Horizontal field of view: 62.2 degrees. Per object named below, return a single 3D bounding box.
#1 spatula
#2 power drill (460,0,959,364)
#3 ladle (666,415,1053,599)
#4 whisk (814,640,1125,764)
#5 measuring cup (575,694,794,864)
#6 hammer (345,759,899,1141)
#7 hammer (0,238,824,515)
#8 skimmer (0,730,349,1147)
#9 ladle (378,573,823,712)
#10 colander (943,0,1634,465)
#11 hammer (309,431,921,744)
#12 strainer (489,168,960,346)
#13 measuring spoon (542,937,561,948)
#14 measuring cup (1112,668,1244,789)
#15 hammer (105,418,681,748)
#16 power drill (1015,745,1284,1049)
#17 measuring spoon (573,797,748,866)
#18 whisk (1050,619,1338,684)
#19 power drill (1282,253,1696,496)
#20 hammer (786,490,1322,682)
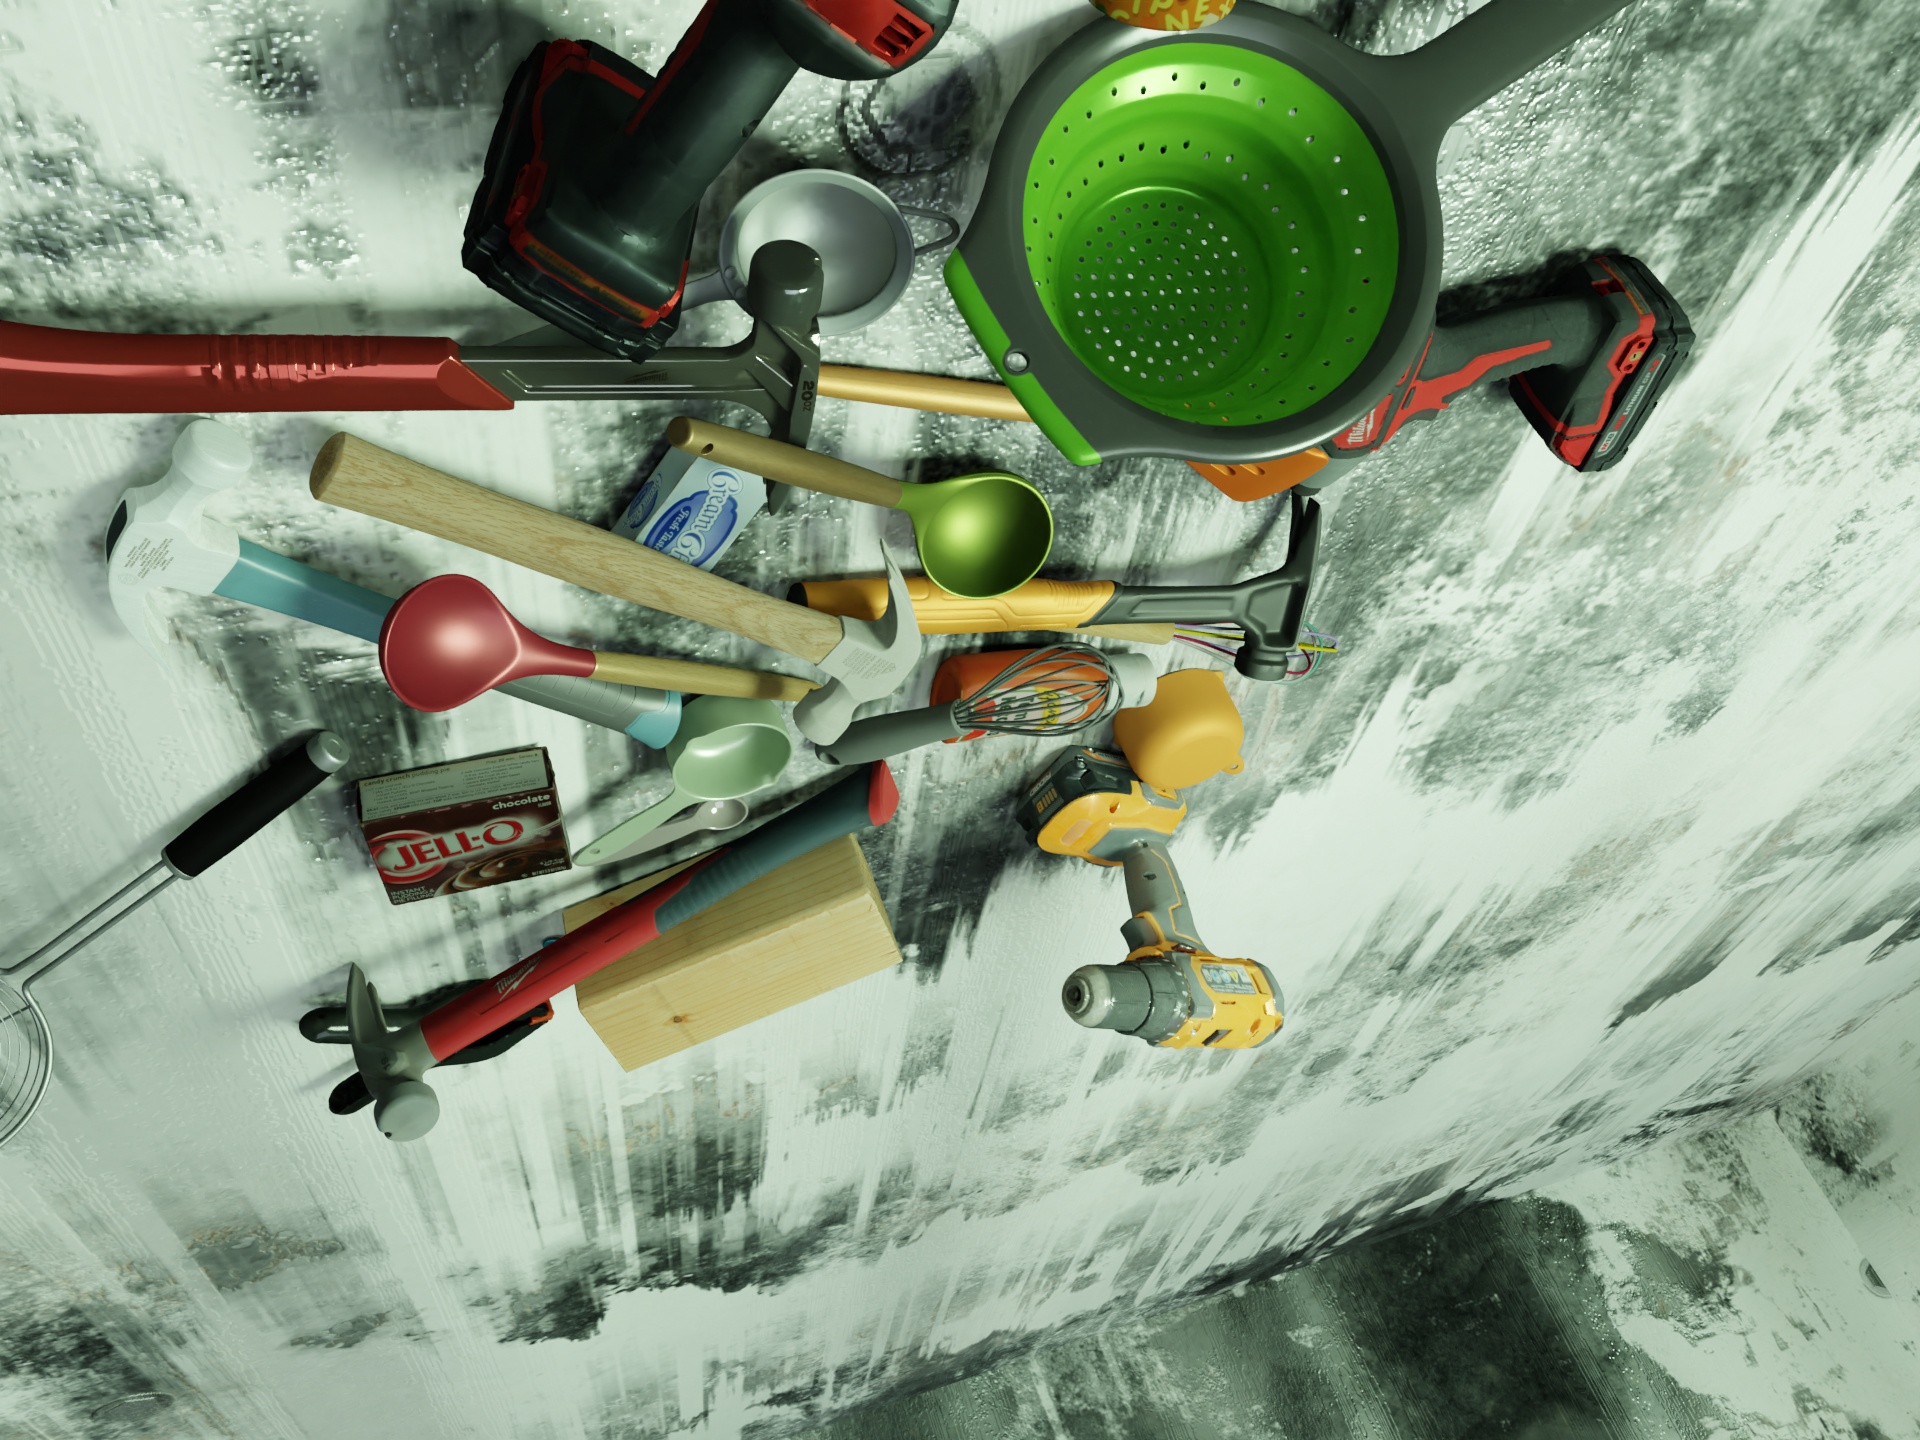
[{"bbox_3d":[0.049,-0.157,0.846,0.322,0.041,0.081,1,169,-28],"label":"spatula"},{"bbox_3d":[-0.077,-0.251,0.553,0.080,0.188,0.226,26,142,-32],"label":"power drill"},{"bbox_3d":[-0.038,-0.105,0.767,0.078,0.062,0.320,-46,163,17],"label":"ladle"},{"bbox_3d":[-0.002,-0.003,0.967,0.239,0.055,0.055,-14,157,37],"label":"whisk"},{"bbox_3d":[-0.180,0.036,0.989,0.167,0.038,0.083,-33,146,18],"label":"measuring cup"},{"bbox_3d":[-0.219,0.123,1.054,0.386,0.143,0.038,-30,133,-10],"label":"hammer"},{"bbox_3d":[-0.239,-0.139,0.669,0.359,0.037,0.149,-4,149,-16],"label":"hammer"},{"bbox_3d":[-0.487,0.127,0.884,0.363,0.090,0.127,-34,114,12],"label":"skimmer"},{"bbox_3d":[-0.182,-0.029,0.865,0.315,0.031,0.069,7,100,-53],"label":"ladle"},{"bbox_3d":[0.170,-0.255,0.733,0.397,0.204,0.094,-35,-177,-9],"label":"colander"},{"bbox_3d":[-0.157,-0.074,0.804,0.331,0.031,0.130,19,130,-38],"label":"hammer"},{"bbox_3d":[-0.127,-0.187,0.703,0.258,0.050,0.086,-19,141,4],"label":"strainer"},{"bbox_3d":[-0.251,0.173,1.164,0.128,0.021,0.042,26,117,-38],"label":"measuring spoon"},{"bbox_3d":[0.181,0.025,1.173,0.095,0.052,0.173,-34,143,17],"label":"measuring cup"},{"bbox_3d":[-0.272,-0.043,0.824,0.128,0.033,0.330,-39,144,22],"label":"hammer"},{"bbox_3d":[0.116,0.128,1.120,0.185,0.226,0.084,10,135,-40],"label":"power drill"},{"bbox_3d":[-0.199,0.070,1.050,0.124,0.018,0.034,-19,141,7],"label":"measuring spoon"},{"bbox_3d":[0.151,-0.057,1.054,0.244,0.047,0.051,5,126,-29],"label":"whisk"},{"bbox_3d":[0.289,-0.193,0.914,0.219,0.079,0.143,-8,144,-16],"label":"power drill"},{"bbox_3d":[0.061,-0.077,0.957,0.336,0.034,0.127,-3,121,-20],"label":"hammer"}]
